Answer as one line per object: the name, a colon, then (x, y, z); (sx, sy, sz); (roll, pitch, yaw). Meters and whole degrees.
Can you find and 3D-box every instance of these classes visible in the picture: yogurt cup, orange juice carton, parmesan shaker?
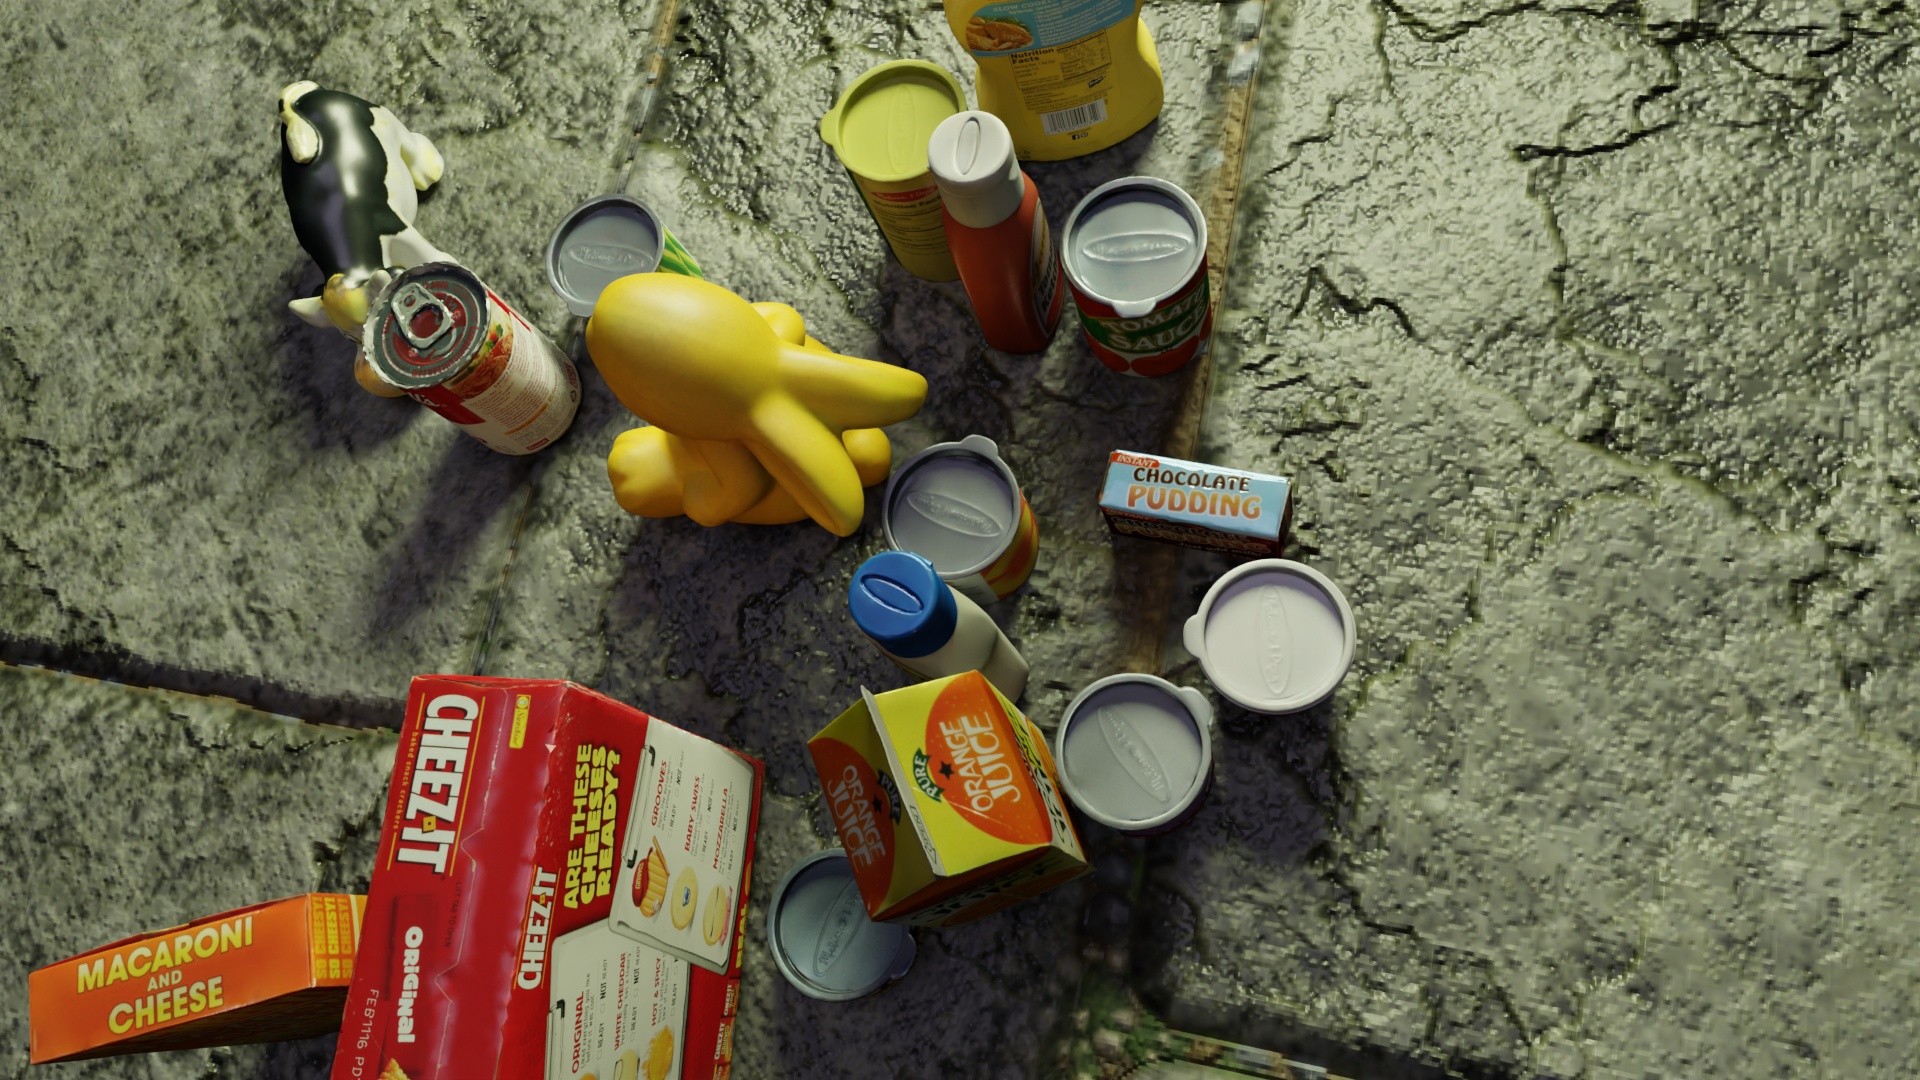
yogurt cup: (0.139, 0.047, 0.616); (0.072, 0.054, 0.072); (-4, 72, 11)
orange juice carton: (-0.002, 0.106, 0.554); (0.073, 0.192, 0.072); (-24, 70, 5)
parmesan shaker: (-0.021, -0.182, 0.696); (0.071, 0.103, 0.071); (-4, 73, 12)

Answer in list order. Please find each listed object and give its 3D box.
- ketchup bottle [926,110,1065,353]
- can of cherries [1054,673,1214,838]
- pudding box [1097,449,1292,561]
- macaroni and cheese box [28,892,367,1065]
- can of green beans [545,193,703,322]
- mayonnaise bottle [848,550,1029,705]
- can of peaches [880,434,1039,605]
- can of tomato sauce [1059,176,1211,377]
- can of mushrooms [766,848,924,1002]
ketchup bottle: (0.018, -0.144, 0.652); (0.043, 0.148, 0.065); (4, 74, 14)
can of cherries: (0.080, 0.095, 0.611); (0.071, 0.058, 0.071); (-4, 72, 11)
pudding box: (0.110, -0.016, 0.644); (0.084, 0.049, 0.030); (11, 76, 16)
macaroni and cheese box: (-0.284, 0.188, 0.604); (0.124, 0.166, 0.040); (-17, 71, 7)
can of green beans: (-0.178, -0.142, 0.742); (0.071, 0.057, 0.071); (-4, 72, 11)
mayonnaise bottle: (-0.012, 0.041, 0.600); (0.065, 0.147, 0.041); (26, 81, 18)
can of peaches: (0.002, -0.008, 0.661); (0.071, 0.058, 0.071); (-4, 72, 11)
can of tomato sauce: (0.087, -0.122, 0.664); (0.071, 0.083, 0.071); (-4, 73, 11)
can of mushrooms: (-0.049, 0.175, 0.628); (0.071, 0.033, 0.071); (-4, 72, 11)
